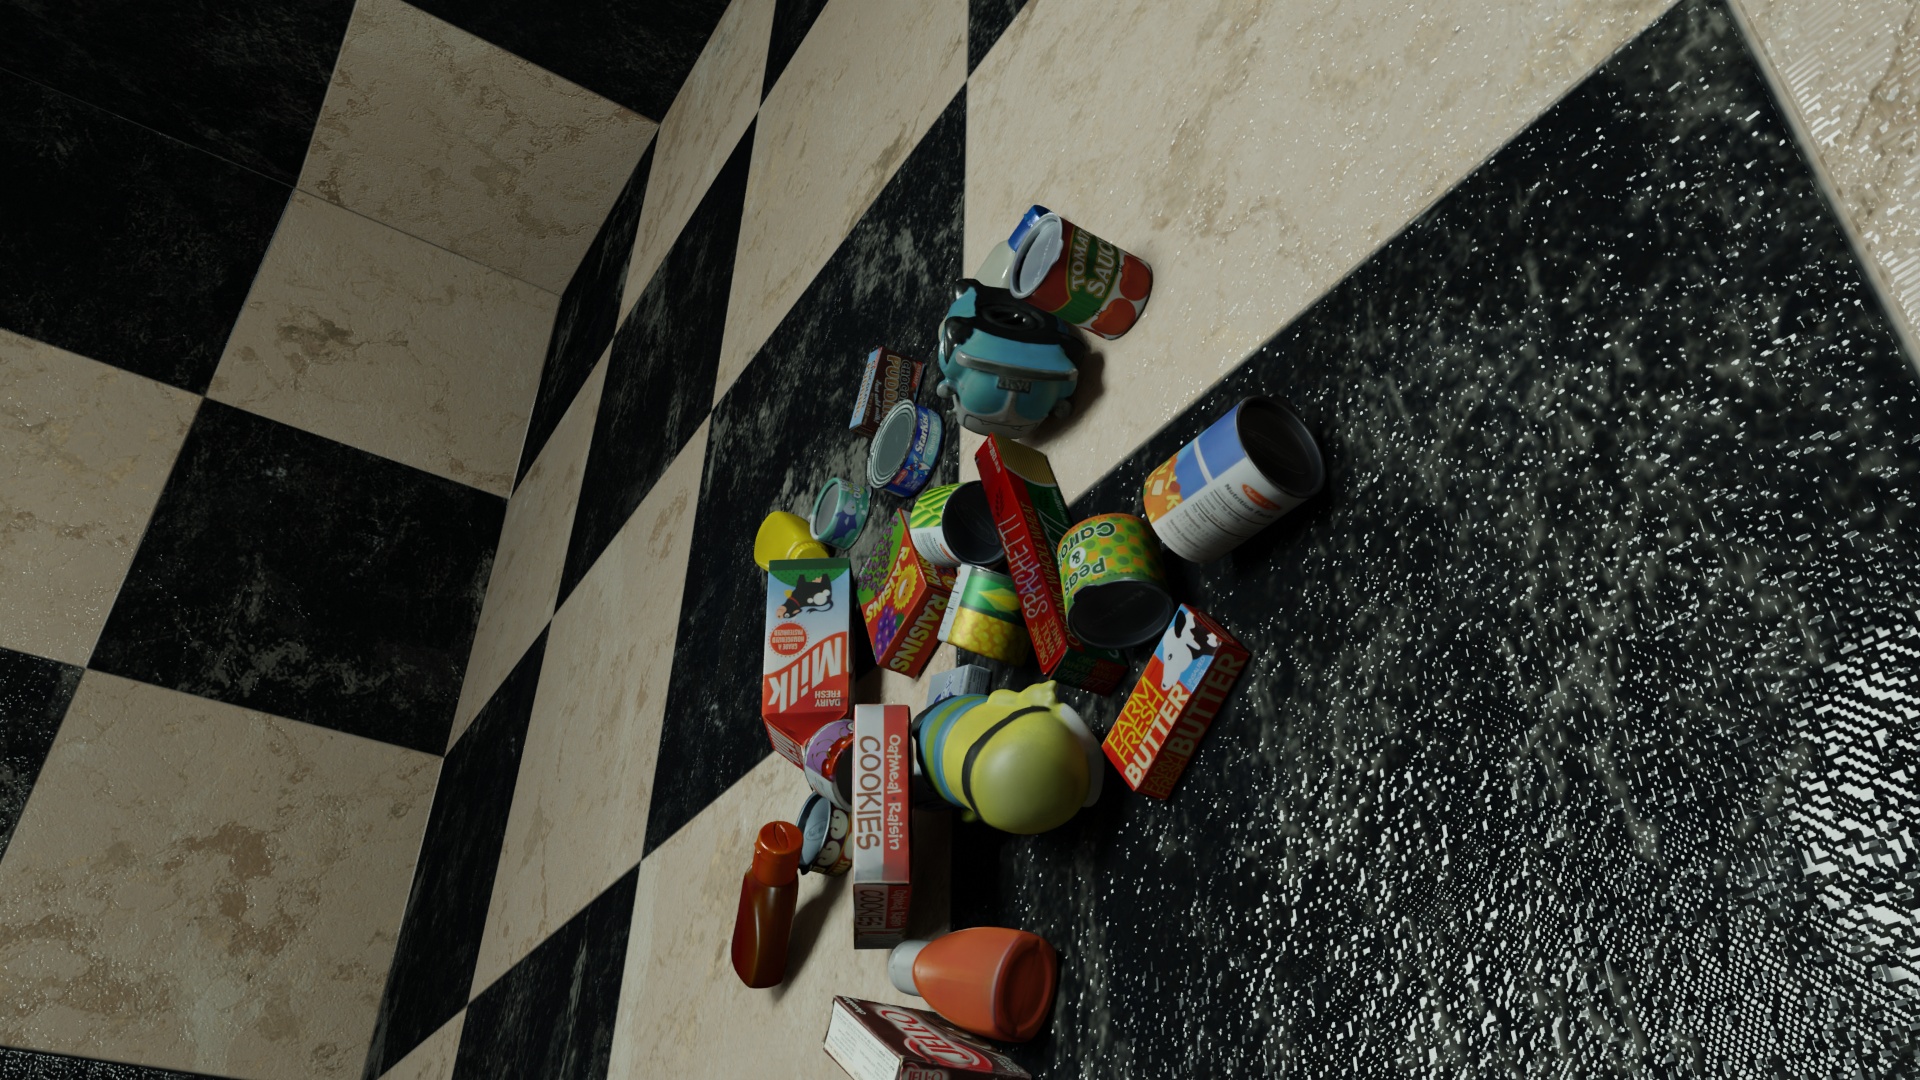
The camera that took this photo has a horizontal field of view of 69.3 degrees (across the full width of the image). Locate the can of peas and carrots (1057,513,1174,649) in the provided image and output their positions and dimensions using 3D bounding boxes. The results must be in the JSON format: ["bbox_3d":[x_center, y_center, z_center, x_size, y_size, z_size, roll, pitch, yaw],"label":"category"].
[{"bbox_3d":[0.094,0.024,0.863,0.070,0.071,0.059,-49,32,36],"label":"can of peas and carrots"}]

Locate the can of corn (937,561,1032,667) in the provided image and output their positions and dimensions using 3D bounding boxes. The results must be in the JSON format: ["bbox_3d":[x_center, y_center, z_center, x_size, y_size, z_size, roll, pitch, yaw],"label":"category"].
[{"bbox_3d":[0.025,0.053,0.984,0.071,0.071,0.058,13,84,64],"label":"can of corn"}]

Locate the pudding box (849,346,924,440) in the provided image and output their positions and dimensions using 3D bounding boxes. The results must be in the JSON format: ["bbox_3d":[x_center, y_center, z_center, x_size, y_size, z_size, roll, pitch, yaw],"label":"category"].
[{"bbox_3d":[-0.069,-0.136,1.323,0.030,0.049,0.084,-16,57,61],"label":"pudding box"}]

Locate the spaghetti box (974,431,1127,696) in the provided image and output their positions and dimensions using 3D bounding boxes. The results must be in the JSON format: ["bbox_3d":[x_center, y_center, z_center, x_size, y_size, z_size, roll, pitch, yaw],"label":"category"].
[{"bbox_3d":[0.058,0.010,0.967,0.028,0.050,0.251,-56,29,28],"label":"spaghetti box"}]

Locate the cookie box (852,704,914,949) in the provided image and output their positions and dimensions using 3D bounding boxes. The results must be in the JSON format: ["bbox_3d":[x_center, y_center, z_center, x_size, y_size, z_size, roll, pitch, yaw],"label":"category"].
[{"bbox_3d":[-0.055,0.201,0.961,0.166,0.040,0.123,98,171,-60],"label":"cookie box"}]

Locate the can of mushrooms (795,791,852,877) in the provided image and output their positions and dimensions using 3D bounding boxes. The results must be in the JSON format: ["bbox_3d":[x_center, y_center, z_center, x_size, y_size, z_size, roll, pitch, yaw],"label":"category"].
[{"bbox_3d":[-0.109,0.242,1.136,0.070,0.033,0.071,-42,36,42],"label":"can of mushrooms"}]

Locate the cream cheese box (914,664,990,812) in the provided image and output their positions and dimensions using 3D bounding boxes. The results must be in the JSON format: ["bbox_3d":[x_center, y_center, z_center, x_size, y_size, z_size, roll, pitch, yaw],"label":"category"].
[{"bbox_3d":[-0.007,0.145,1.021,0.053,0.024,0.104,-27,48,55],"label":"cream cheese box"}]

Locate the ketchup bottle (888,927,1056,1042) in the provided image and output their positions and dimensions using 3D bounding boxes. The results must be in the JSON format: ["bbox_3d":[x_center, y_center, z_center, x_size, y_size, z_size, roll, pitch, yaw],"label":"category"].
[{"bbox_3d":[0.002,0.277,0.882,0.148,0.043,0.065,-19,48,58],"label":"ketchup bottle"}]

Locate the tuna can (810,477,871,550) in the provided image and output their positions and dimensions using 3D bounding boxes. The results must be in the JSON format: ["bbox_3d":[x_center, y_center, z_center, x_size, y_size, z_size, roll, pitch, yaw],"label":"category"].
[{"bbox_3d":[-0.117,-0.028,1.353,0.070,0.033,0.071,-43,36,43],"label":"tuna can"}]

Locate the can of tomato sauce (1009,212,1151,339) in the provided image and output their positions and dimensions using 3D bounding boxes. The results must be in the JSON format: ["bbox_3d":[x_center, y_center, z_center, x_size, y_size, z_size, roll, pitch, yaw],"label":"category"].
[{"bbox_3d":[0.089,-0.193,1.020,0.071,0.083,0.071,-43,36,43],"label":"can of tomato sauce"}]

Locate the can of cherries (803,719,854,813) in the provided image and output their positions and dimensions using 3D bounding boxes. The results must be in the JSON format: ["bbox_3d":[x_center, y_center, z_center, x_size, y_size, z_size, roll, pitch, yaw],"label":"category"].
[{"bbox_3d":[-0.081,0.176,1.095,0.058,0.071,0.071,6,77,63],"label":"can of cherries"}]

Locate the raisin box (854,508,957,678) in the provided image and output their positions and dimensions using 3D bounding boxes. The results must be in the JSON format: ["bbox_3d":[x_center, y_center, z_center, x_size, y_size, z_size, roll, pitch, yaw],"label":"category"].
[{"bbox_3d":[-0.044,0.042,1.154,0.085,0.040,0.124,-58,27,21],"label":"raisin box"}]

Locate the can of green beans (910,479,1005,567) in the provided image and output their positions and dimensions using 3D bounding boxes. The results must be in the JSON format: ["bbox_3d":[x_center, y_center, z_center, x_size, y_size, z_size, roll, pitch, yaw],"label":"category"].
[{"bbox_3d":[0.002,-0.012,1.073,0.057,0.071,0.071,-4,67,62],"label":"can of green beans"}]

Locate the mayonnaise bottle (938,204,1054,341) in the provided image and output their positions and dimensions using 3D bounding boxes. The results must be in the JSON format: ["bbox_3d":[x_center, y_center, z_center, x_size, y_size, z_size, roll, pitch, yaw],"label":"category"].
[{"bbox_3d":[0.036,-0.219,1.193,0.147,0.041,0.065,-52,32,29],"label":"mayonnaise bottle"}]

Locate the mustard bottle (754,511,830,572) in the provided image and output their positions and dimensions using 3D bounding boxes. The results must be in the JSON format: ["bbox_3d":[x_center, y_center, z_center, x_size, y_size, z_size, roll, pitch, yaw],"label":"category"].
[{"bbox_3d":[-0.164,0.014,1.394,0.160,0.049,0.065,30,99,63],"label":"mustard bottle"}]

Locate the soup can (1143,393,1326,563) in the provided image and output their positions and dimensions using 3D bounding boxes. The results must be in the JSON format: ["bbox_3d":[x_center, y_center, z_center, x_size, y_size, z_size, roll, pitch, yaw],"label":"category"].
[{"bbox_3d":[0.156,-0.036,0.794,0.083,0.071,0.072,-41,38,45],"label":"soup can"}]

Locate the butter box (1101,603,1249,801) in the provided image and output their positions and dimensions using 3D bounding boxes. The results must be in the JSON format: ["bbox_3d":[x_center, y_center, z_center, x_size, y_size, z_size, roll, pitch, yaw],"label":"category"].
[{"bbox_3d":[0.124,0.094,0.807,0.103,0.024,0.053,-63,26,12],"label":"butter box"}]

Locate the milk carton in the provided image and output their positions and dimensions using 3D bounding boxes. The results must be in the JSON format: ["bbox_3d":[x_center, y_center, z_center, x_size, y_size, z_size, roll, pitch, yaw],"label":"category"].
[{"bbox_3d":[-0.128,0.113,1.186,0.072,0.073,0.191,88,180,-59],"label":"milk carton"}]

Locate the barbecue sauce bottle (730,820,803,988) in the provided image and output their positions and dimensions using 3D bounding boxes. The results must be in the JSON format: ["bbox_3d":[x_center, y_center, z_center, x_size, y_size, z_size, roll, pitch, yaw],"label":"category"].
[{"bbox_3d":[-0.156,0.292,1.125,0.065,0.044,0.147,-121,37,-49],"label":"barbecue sauce bottle"}]
